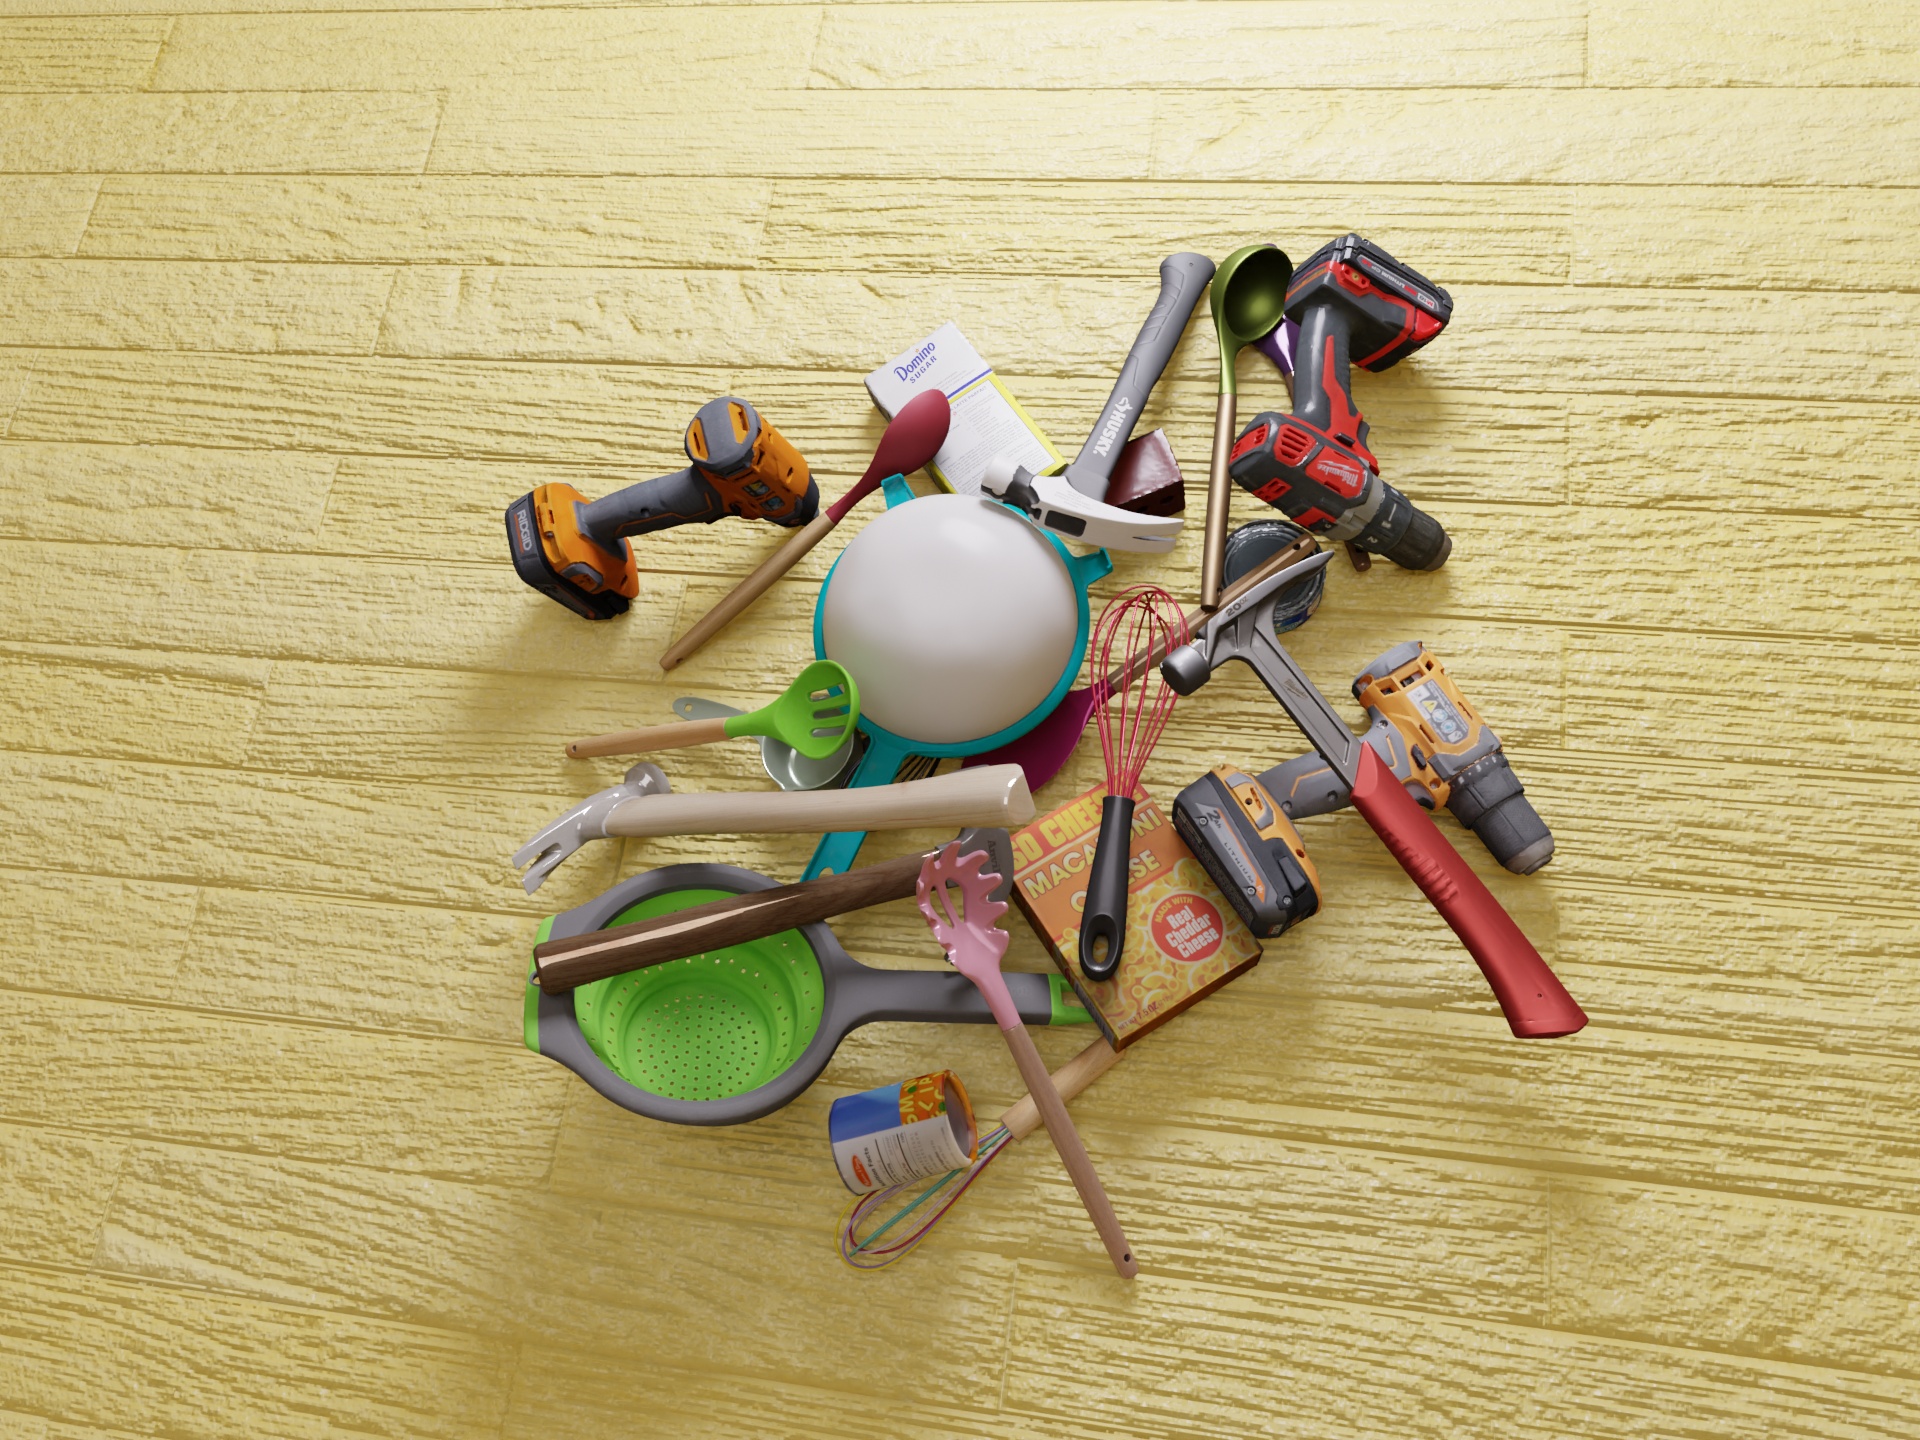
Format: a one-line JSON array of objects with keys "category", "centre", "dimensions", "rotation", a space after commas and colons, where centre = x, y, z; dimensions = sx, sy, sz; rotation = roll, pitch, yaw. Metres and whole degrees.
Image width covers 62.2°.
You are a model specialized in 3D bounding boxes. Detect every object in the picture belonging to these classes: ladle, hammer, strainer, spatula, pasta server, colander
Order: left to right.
[{"category": "hammer", "centre": [-0.130, 0.067, 1.080], "dimensions": [0.411, 0.038, 0.146], "rotation": [-5, 24, 38]}, {"category": "hammer", "centre": [-0.122, 0.131, 1.089], "dimensions": [0.331, 0.031, 0.130], "rotation": [-14, 93, -11]}, {"category": "ladle", "centre": [-0.124, -0.145, 1.265], "dimensions": [0.315, 0.069, 0.031], "rotation": [-41, 64, 9]}, {"category": "colander", "centre": [-0.104, 0.213, 1.136], "dimensions": [0.397, 0.094, 0.205], "rotation": [3, 49, -8]}, {"category": "strainer", "centre": [-0.040, -0.030, 1.145], "dimensions": [0.211, 0.095, 0.340], "rotation": [22, 75, 14]}, {"category": "pasta server", "centre": [0.049, 0.231, 1.071], "dimensions": [0.060, 0.040, 0.316], "rotation": [-25, 88, -25]}, {"category": "hammer", "centre": [0.141, -0.260, 1.241], "dimensions": [0.146, 0.035, 0.335], "rotation": [24, 54, 5]}, {"category": "ladle", "centre": [0.216, -0.230, 1.230], "dimensions": [0.062, 0.078, 0.320], "rotation": [-8, 62, 35]}, {"category": "spatula", "centre": [0.274, -0.257, 1.283], "dimensions": [0.060, 0.018, 0.316], "rotation": [-17, 67, 6]}, {"category": "hammer", "centre": [0.299, 0.057, 1.074], "dimensions": [0.149, 0.036, 0.359], "rotation": [-34, 77, -13]}]

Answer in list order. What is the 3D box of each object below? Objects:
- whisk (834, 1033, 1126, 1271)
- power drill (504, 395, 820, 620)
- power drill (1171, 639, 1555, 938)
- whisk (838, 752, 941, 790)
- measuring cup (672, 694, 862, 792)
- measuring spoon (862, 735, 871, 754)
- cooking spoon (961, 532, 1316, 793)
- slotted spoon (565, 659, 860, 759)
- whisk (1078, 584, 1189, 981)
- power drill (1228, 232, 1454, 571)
[{"category": "whisk", "centre": [0.014, 0.295, 1.105], "dimensions": [0.245, 0.051, 0.047], "rotation": [-37, 63, -9]}, {"category": "power drill", "centre": [-0.226, -0.162, 1.269], "dimensions": [0.226, 0.164, 0.084], "rotation": [-22, 67, 14]}, {"category": "power drill", "centre": [0.288, 0.069, 1.128], "dimensions": [0.226, 0.084, 0.185], "rotation": [-30, 70, -7]}, {"category": "whisk", "centre": [-0.001, -0.003, 1.219], "dimensions": [0.239, 0.055, 0.055], "rotation": [-44, 69, -13]}, {"category": "measuring cup", "centre": [-0.151, 0.013, 1.245], "dimensions": [0.168, 0.038, 0.083], "rotation": [16, 74, 25]}, {"category": "measuring spoon", "centre": [-0.044, -0.004, 1.239], "dimensions": [0.124, 0.018, 0.034], "rotation": [-43, 69, -7]}, {"category": "cooking spoon", "centre": [0.135, -0.041, 1.201], "dimensions": [0.319, 0.017, 0.069], "rotation": [-36, 64, 6]}, {"category": "slotted spoon", "centre": [-0.189, 0.006, 1.184], "dimensions": [0.314, 0.031, 0.070], "rotation": [-8, 80, 37]}, {"category": "whisk", "centre": [0.116, 0.038, 1.128], "dimensions": [0.073, 0.073, 0.296], "rotation": [6, 72, 11]}, {"category": "power drill", "centre": [0.310, -0.235, 1.216], "dimensions": [0.187, 0.080, 0.227], "rotation": [26, 67, -18]}]
